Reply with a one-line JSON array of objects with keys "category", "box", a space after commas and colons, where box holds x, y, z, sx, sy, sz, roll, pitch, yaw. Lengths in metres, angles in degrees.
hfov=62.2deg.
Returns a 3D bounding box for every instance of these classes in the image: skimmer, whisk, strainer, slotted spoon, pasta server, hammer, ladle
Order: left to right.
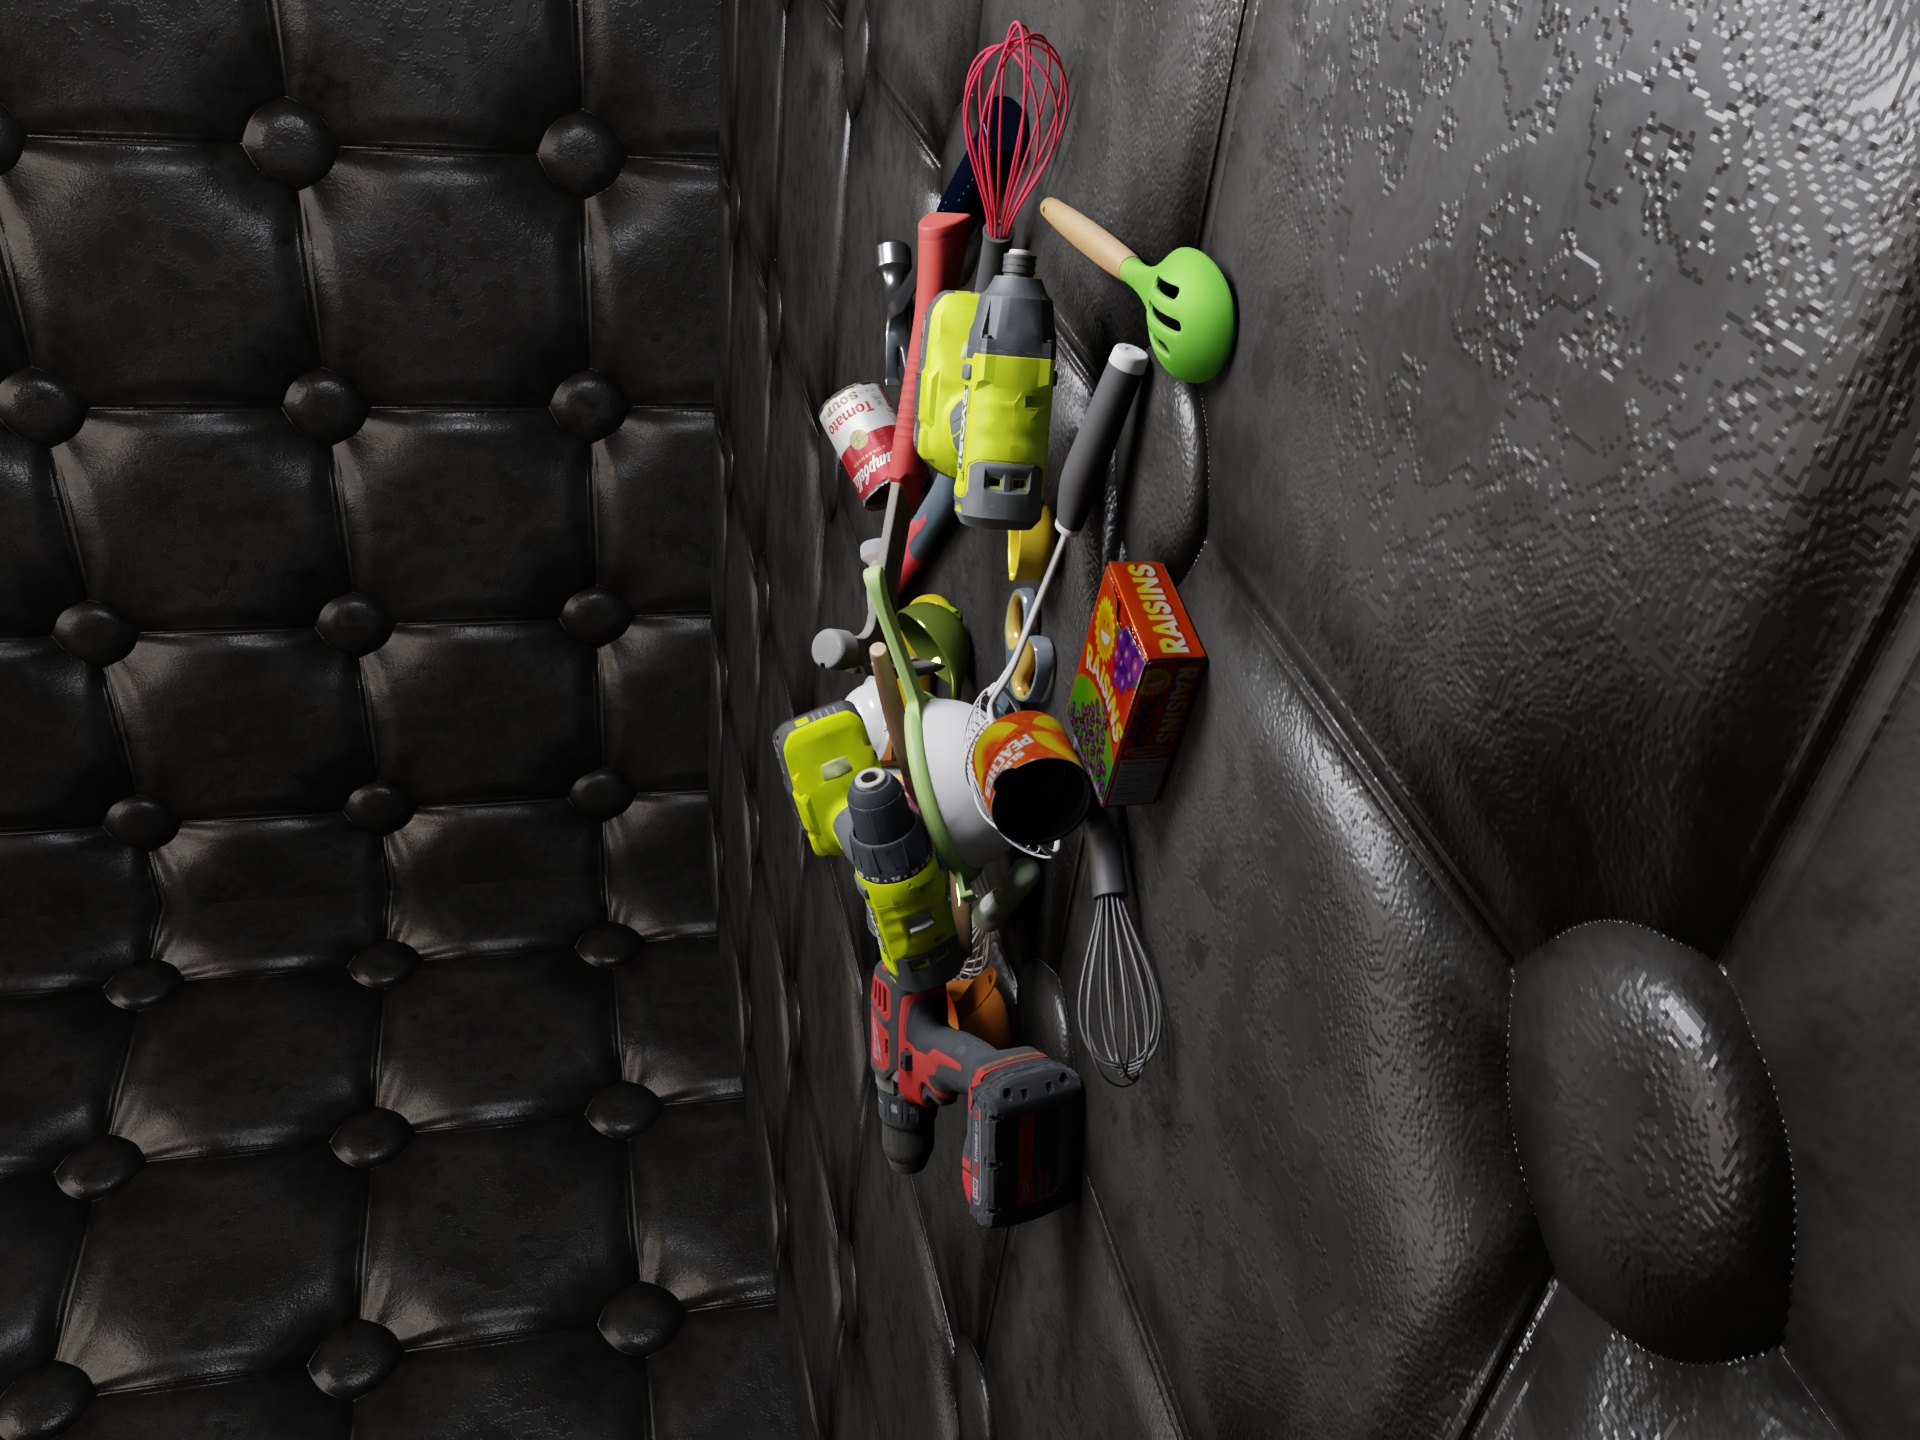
[{"category": "pasta server", "box": [-0.053, 0.031, 1.318, 0.316, 0.040, 0.060, 79, 167, -58]}, {"category": "strainer", "box": [-0.058, -0.003, 1.477, 0.258, 0.050, 0.087, -3, 87, 59]}, {"category": "hammer", "box": [-0.033, -0.211, 1.240, 0.037, 0.149, 0.359, 14, 97, 31]}, {"category": "hammer", "box": [-0.036, -0.152, 1.460, 0.386, 0.038, 0.143, 137, 128, -71]}, {"category": "ladle", "box": [-0.017, 0.044, 1.318, 0.078, 0.062, 0.320, 80, -174, -63]}, {"category": "hammer", "box": [-0.016, -0.402, 1.336, 0.405, 0.035, 0.144, 158, 109, -75]}, {"category": "strainer", "box": [-0.002, -0.004, 1.194, 0.152, 0.069, 0.256, -75, -33, -66]}, {"category": "whisk", "box": [0.018, 0.164, 1.303, 0.246, 0.059, 0.058, 122, 170, -59]}, {"category": "whisk", "box": [0.029, -0.364, 1.134, 0.295, 0.073, 0.073, 98, 163, -60]}, {"category": "skimmer", "box": [0.079, -0.069, 1.044, 0.127, 0.090, 0.363, -89, 16, -56]}, {"category": "whisk", "box": [0.092, 0.110, 1.003, 0.055, 0.055, 0.239, 120, 148, -65]}, {"category": "slotted spoon", "box": [0.094, -0.274, 0.954, 0.314, 0.031, 0.070, -114, 25, -58]}]

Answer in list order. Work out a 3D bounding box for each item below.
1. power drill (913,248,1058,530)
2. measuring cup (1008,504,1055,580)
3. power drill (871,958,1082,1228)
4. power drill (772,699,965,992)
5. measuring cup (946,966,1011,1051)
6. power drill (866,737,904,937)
[{"category": "power drill", "box": [0.020, -0.230, 1.085, 0.223, 0.080, 0.171, -117, 31, -73]}, {"category": "measuring cup", "box": [0.049, -0.152, 1.175, 0.157, 0.029, 0.062, -94, 8, -60]}, {"category": "power drill", "box": [-0.002, 0.300, 1.224, 0.227, 0.080, 0.187, 27, 120, 56]}, {"category": "power drill", "box": [-0.074, 0.079, 1.244, 0.229, 0.080, 0.190, -129, 20, -54]}, {"category": "measuring cup", "box": [0.021, 0.239, 1.300, 0.173, 0.052, 0.095, 120, 142, -53]}, {"category": "power drill", "box": [-0.092, 0.103, 1.642, 0.226, 0.084, 0.185, -126, 34, -63]}]
